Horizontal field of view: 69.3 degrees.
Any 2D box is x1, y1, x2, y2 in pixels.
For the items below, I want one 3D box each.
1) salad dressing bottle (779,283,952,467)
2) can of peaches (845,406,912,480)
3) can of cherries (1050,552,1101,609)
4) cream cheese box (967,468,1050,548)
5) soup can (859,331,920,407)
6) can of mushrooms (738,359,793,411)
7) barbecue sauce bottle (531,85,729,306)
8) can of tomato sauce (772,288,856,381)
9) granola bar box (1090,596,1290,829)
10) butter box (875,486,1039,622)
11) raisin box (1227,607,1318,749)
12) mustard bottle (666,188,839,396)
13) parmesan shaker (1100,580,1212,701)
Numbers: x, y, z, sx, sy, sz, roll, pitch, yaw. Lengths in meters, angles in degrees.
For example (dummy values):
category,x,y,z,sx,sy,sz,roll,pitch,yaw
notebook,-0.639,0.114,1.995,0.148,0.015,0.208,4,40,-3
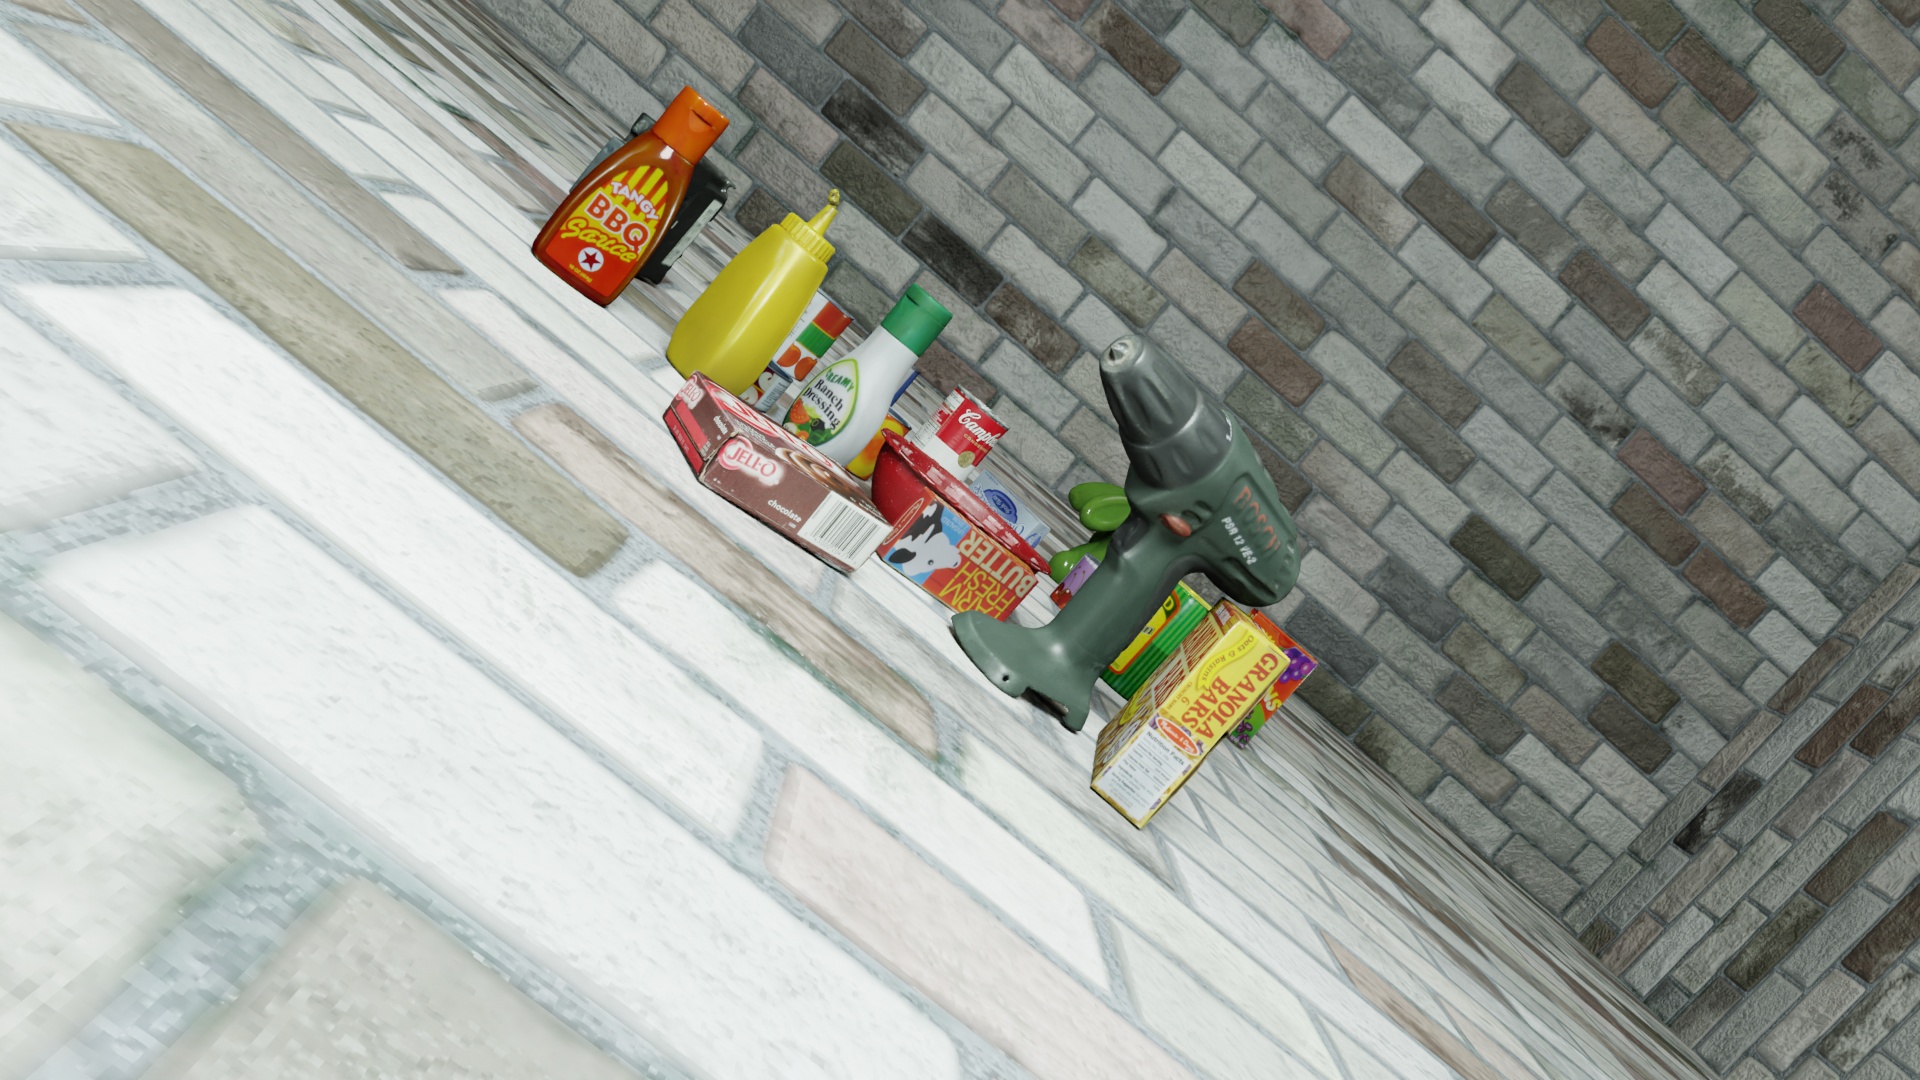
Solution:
category,x,y,z,sx,sy,sz,roll,pitch,yaw
salad dressing bottle,-0.066,-0.112,0.966,0.064,0.147,0.044,45,7,36
can of peaches,-0.084,-0.091,1.122,0.071,0.058,0.071,40,6,-5
can of cherries,0.133,0.056,1.375,0.071,0.058,0.071,40,6,-5
cream cheese box,0.040,-0.022,1.386,0.024,0.053,0.104,34,9,-47
soup can,-0.093,-0.163,1.430,0.071,0.083,0.071,40,6,-5
can of mushrooms,-0.162,-0.130,1.040,0.071,0.033,0.071,40,6,-5
barbecue sauce bottle,-0.212,-0.229,0.910,0.065,0.148,0.044,38,7,-27
can of tomato sauce,-0.156,-0.209,1.381,0.071,0.083,0.071,40,6,-5
granola bar box,0.134,0.097,0.826,0.039,0.124,0.165,41,6,4
butter box,-0.002,0.015,0.907,0.103,0.053,0.024,37,7,-30
raisin box,0.303,0.145,1.466,0.086,0.123,0.040,41,6,1
mustard bottle,-0.128,-0.168,0.928,0.065,0.160,0.048,46,8,38
parmesan shaker,0.162,0.083,1.167,0.071,0.103,0.071,40,6,-5
